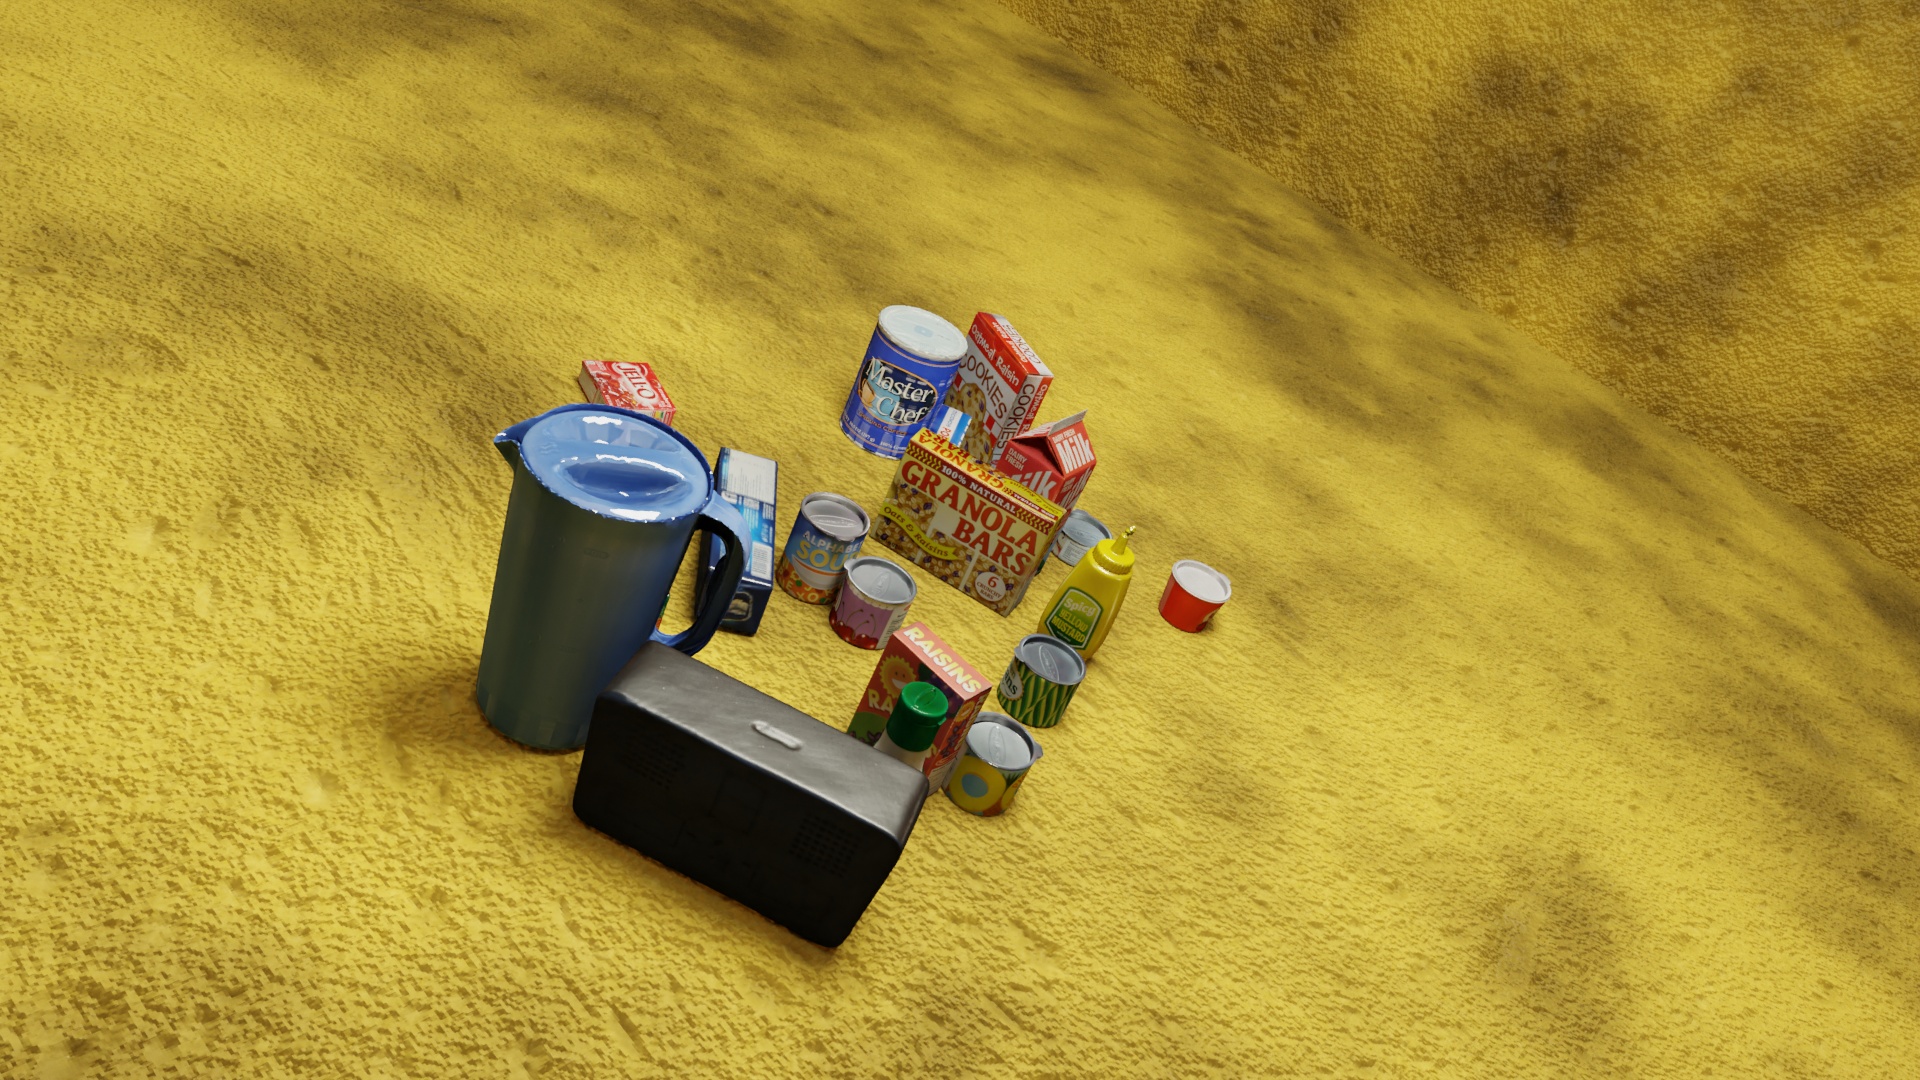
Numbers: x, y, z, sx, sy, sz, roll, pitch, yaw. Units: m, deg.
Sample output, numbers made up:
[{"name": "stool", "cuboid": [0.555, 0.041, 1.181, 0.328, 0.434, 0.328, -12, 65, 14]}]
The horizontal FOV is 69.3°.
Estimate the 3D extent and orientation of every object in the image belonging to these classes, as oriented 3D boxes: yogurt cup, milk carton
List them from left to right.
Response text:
[{"name": "milk carton", "cuboid": [0.073, -0.048, 1.401, 0.073, 0.189, 0.072, 36, 33, 18]}, {"name": "yogurt cup", "cuboid": [0.248, 0.062, 1.488, 0.072, 0.053, 0.073, 18, 32, -12]}]

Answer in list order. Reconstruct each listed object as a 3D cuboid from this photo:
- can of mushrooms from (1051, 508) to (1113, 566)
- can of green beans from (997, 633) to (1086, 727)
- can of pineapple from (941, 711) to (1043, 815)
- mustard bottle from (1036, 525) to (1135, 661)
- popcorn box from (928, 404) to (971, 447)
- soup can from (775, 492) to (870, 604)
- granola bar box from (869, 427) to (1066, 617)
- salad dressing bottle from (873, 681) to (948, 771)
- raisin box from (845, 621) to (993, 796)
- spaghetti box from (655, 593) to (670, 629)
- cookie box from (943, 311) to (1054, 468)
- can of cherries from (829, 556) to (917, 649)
[{"name": "can of mushrooms", "cuboid": [0.130, -0.002, 1.521, 0.071, 0.033, 0.071, 18, 32, -12]}, {"name": "can of green beans", "cuboid": [0.073, 0.128, 1.269, 0.071, 0.057, 0.071, 18, 32, -12]}, {"name": "can of pineapple", "cuboid": [0.024, 0.186, 1.151, 0.071, 0.057, 0.071, 18, 32, -12]}, {"name": "mustard bottle", "cuboid": [0.127, 0.047, 1.327, 0.065, 0.159, 0.049, 33, 32, 12]}, {"name": "popcorn box", "cuboid": [-0.030, -0.080, 1.477, 0.038, 0.084, 0.127, 24, 32, -2]}, {"name": "soup can", "cuboid": [-0.127, 0.009, 1.282, 0.071, 0.083, 0.072, 18, 32, -12]}, {"name": "granola bar box", "cuboid": [0.005, -0.017, 1.373, 0.166, 0.123, 0.039, 31, 32, 9]}, {"name": "salad dressing bottle", "cuboid": [-0.051, 0.170, 1.039, 0.044, 0.147, 0.064, 34, 33, 14]}, {"name": "raisin box", "cuboid": [-0.035, 0.139, 1.117, 0.086, 0.122, 0.040, 41, 35, 24]}, {"name": "spaghetti box", "cuboid": [-0.302, -0.014, 1.231, 0.029, 0.050, 0.251, 4, 37, -30]}, {"name": "cookie box", "cuboid": [0.029, -0.150, 1.542, 0.040, 0.166, 0.123, 0, 39, -34]}, {"name": "can of cherries", "cuboid": [-0.082, 0.056, 1.269, 0.071, 0.058, 0.072, 18, 32, -12]}]
